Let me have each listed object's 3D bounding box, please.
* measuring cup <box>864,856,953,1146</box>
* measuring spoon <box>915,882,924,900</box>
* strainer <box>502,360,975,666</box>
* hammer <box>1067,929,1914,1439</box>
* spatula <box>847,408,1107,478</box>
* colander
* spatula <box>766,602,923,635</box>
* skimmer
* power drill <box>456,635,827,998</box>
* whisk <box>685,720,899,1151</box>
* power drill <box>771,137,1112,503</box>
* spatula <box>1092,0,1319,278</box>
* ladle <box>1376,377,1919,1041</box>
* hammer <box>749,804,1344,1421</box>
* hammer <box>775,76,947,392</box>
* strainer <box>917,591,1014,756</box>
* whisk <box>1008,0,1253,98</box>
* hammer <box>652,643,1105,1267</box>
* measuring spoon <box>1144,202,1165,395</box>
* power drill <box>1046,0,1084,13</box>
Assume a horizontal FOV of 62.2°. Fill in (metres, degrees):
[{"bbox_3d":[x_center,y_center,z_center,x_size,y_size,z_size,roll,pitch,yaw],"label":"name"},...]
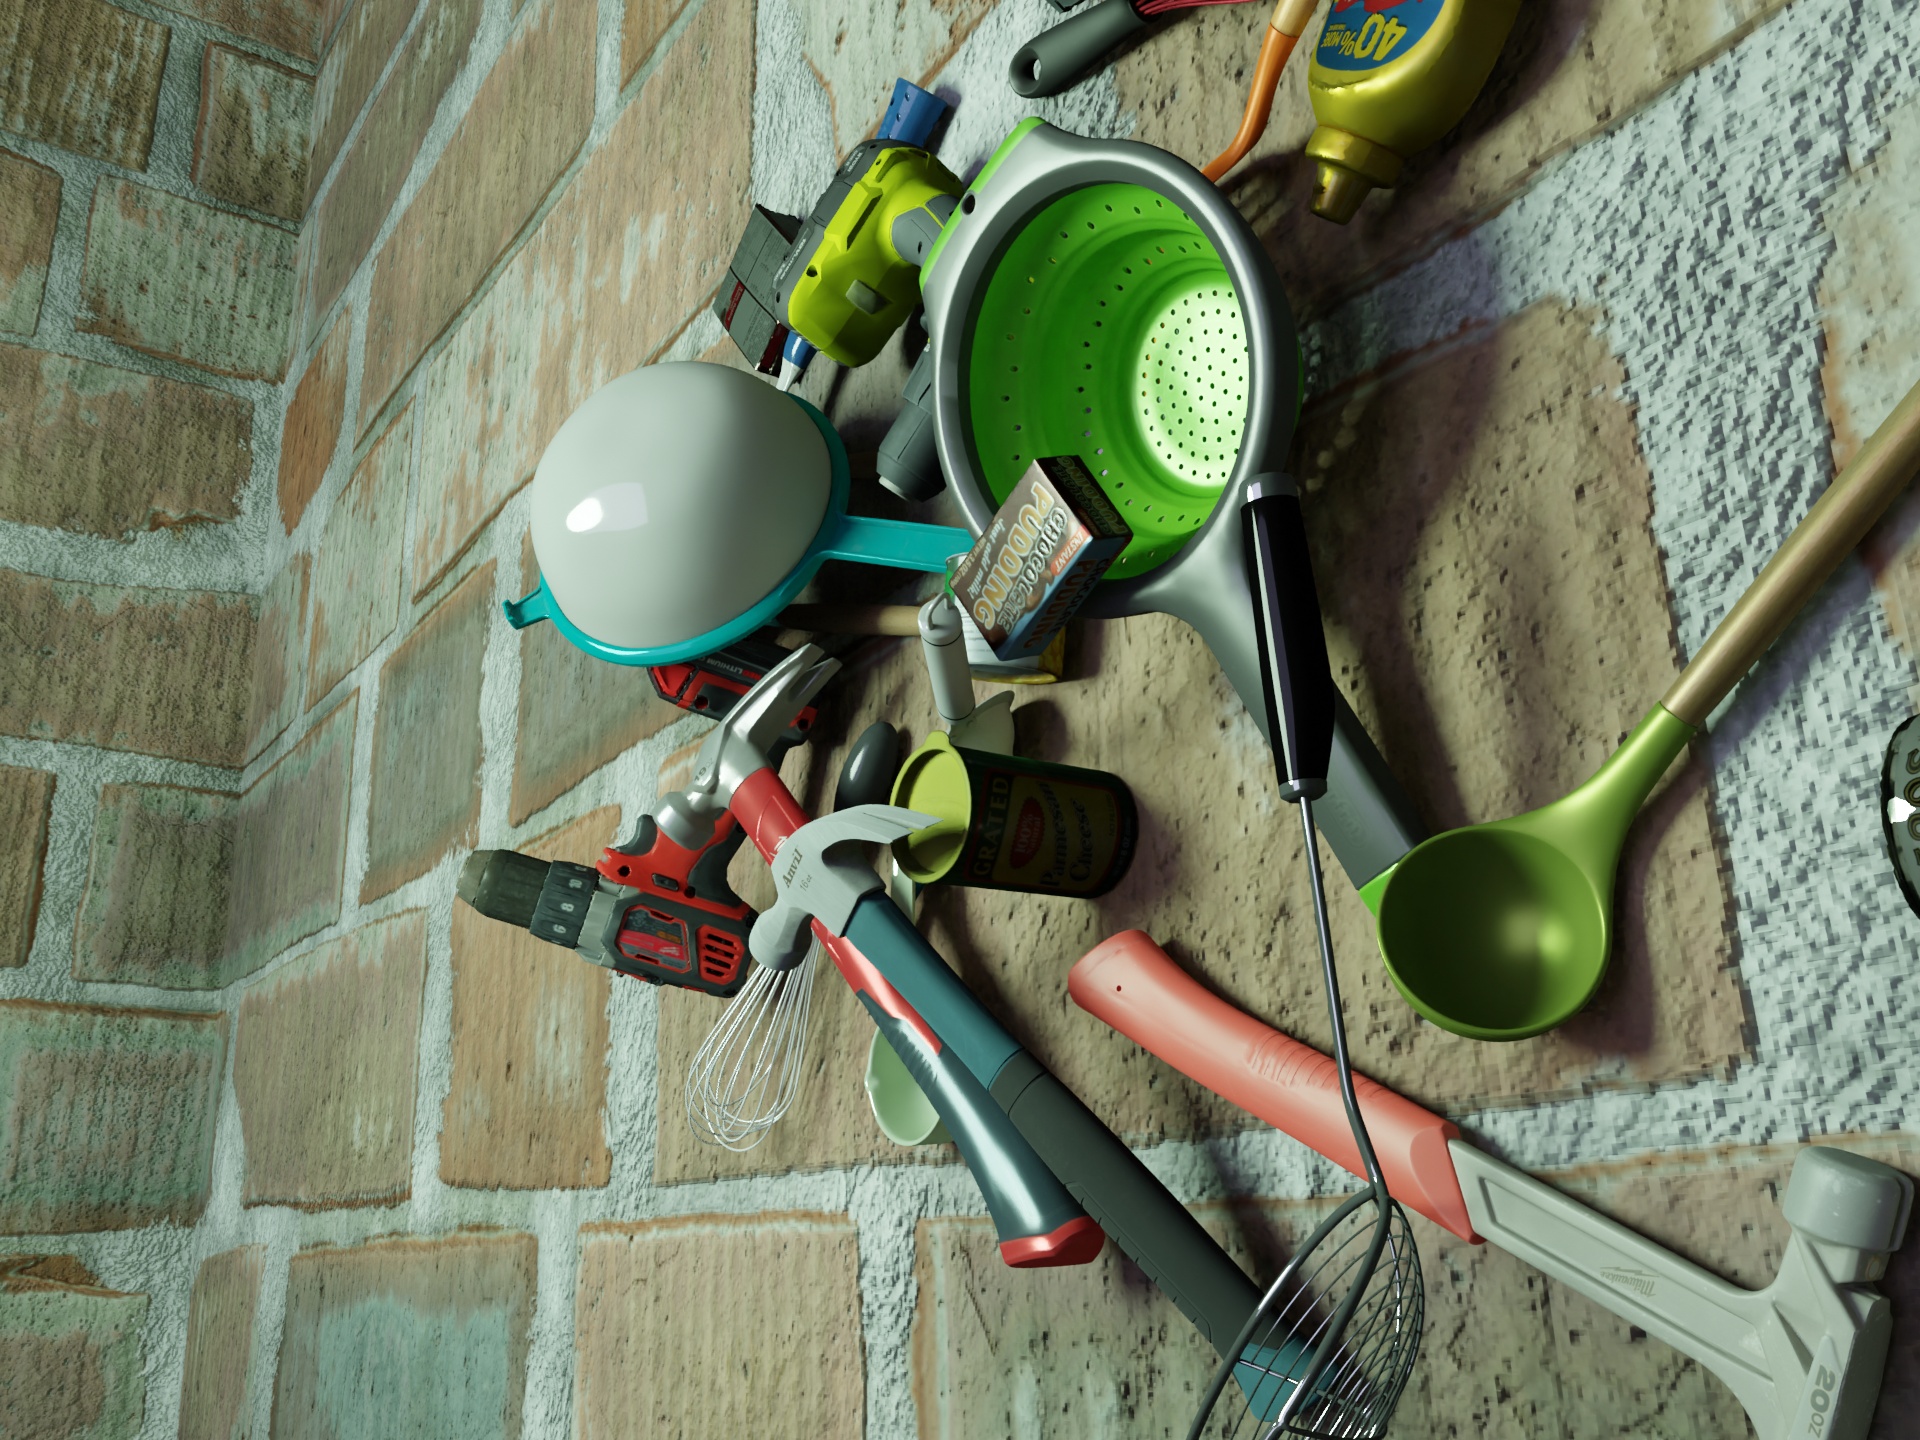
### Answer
[{"bbox_3d":[-0.016,0.144,0.859,0.083,0.038,0.168,-29,56,48],"label":"measuring cup"},{"bbox_3d":[-0.022,0.098,0.903,0.042,0.021,0.128,37,102,53],"label":"measuring spoon"},{"bbox_3d":[-0.125,-0.133,0.922,0.340,0.095,0.211,11,65,29],"label":"strainer"},{"bbox_3d":[0.159,0.168,0.604,0.359,0.036,0.149,21,98,54],"label":"hammer"},{"bbox_3d":[-0.006,-0.153,0.939,0.316,0.018,0.060,9,90,54],"label":"spatula"},{"bbox_3d":[0.123,-0.084,0.694,0.204,0.094,0.397,-47,64,43],"label":"colander"},{"bbox_3d":[-0.089,-0.067,1.033,0.318,0.044,0.082,7,86,51],"label":"spatula"},{"bbox_3d":[0.102,0.087,0.570,0.127,0.090,0.363,75,-170,-77],"label":"skimmer"},{"bbox_3d":[-0.194,0.047,0.997,0.080,0.188,0.227,178,110,-79],"label":"power drill"},{"bbox_3d":[-0.095,0.132,0.964,0.070,0.070,0.284,32,102,53],"label":"whisk"},{"bbox_3d":[-0.019,-0.235,0.903,0.190,0.080,0.229,-56,39,7],"label":"power drill"},{"bbox_3d":[0.143,-0.325,0.684,0.081,0.041,0.322,-52,-8,-45],"label":"spatula"},{"bbox_3d":[0.247,-0.022,0.514,0.078,0.062,0.320,43,115,25],"label":"ladle"},{"bbox_3d":[0.030,0.162,0.687,0.331,0.033,0.128,44,129,25],"label":"hammer"},{"bbox_3d":[-0.114,-0.228,1.065,0.405,0.035,0.144,-62,27,16],"label":"hammer"},{"bbox_3d":[-0.001,-0.002,0.776,0.087,0.258,0.050,-42,72,-11],"label":"strainer"},{"bbox_3d":[0.106,-0.375,0.809,0.296,0.073,0.073,1,82,61],"label":"whisk"},{"bbox_3d":[-0.035,0.114,0.825,0.143,0.038,0.387,-48,49,7],"label":"hammer"},{"bbox_3d":[0.099,-0.223,0.815,0.021,0.011,0.117,-3,79,55],"label":"measuring spoon"},{"bbox_3d":[0.103,-0.458,0.762,0.219,0.078,0.143,-50,19,1],"label":"power drill"}]
